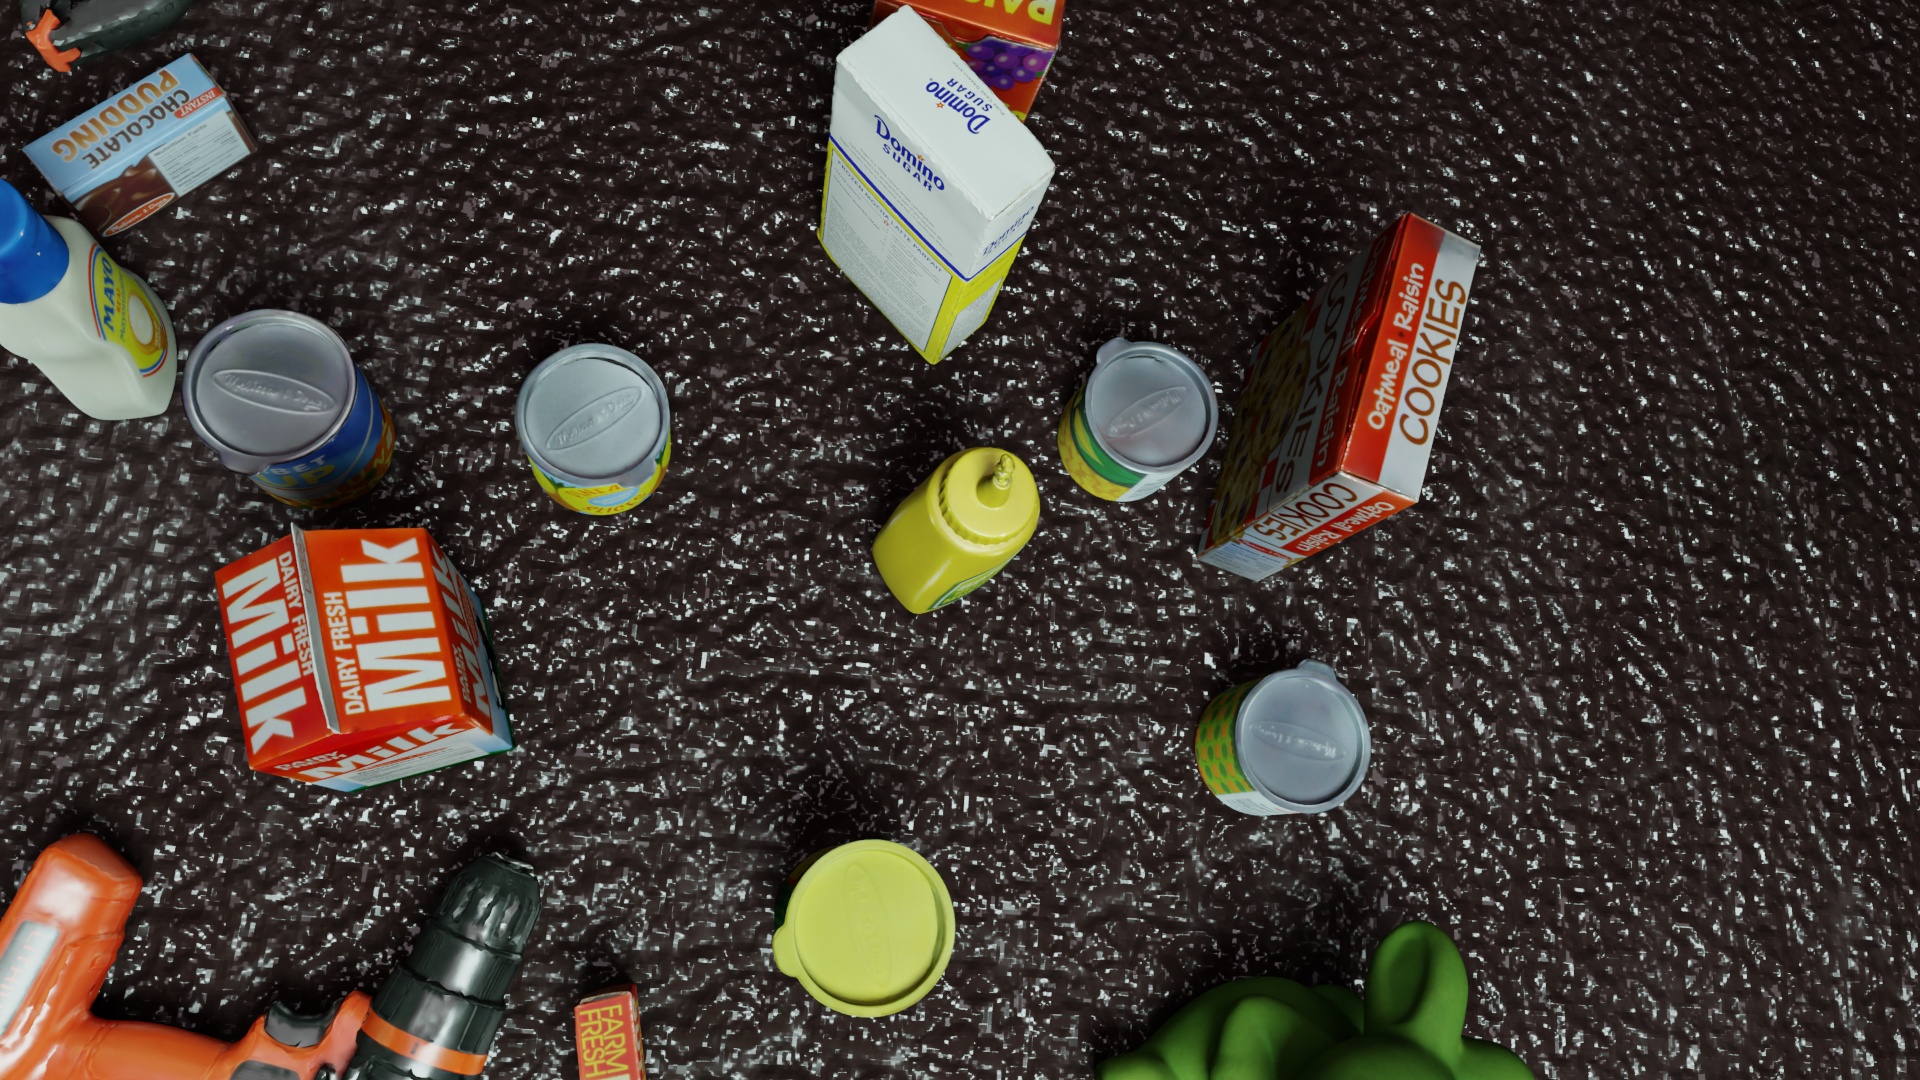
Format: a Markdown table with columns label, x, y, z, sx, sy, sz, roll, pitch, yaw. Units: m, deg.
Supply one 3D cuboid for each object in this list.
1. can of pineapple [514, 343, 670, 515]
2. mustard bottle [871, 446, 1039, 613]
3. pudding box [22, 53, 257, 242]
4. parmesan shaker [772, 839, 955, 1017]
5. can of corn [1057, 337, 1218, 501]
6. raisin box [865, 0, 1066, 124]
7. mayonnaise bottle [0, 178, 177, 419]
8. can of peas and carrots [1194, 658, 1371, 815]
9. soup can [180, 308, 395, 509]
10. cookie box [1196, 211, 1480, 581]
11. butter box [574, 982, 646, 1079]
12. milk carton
| label | x | y | z | sx | sy | sz | roll | pitch | yaw |
| --- | --- | --- | --- | --- | --- | --- | --- | --- | --- |
| can of pineapple | -0.166 | -0.048 | 0.635 | 0.071 | 0.057 | 0.071 | 3 | 76 | -10 |
| mustard bottle | 0.002 | -0.008 | 0.604 | 0.065 | 0.160 | 0.049 | -31 | 85 | -16 |
| pudding box | -0.370 | -0.177 | 0.630 | 0.084 | 0.049 | 0.030 | -41 | 87 | -17 |
| parmesan shaker | -0.046 | 0.161 | 0.584 | 0.071 | 0.103 | 0.071 | 3 | 77 | -10 |
| can of corn | 0.084 | -0.059 | 0.686 | 0.071 | 0.058 | 0.071 | 3 | 76 | -10 |
| raisin box | -0.005 | -0.232 | 0.676 | 0.086 | 0.123 | 0.040 | 14 | 75 | -8 |
| mayonnaise bottle | -0.363 | -0.098 | 0.561 | 0.041 | 0.147 | 0.065 | -6 | 79 | -12 |
| can of peas and carrots | 0.152 | 0.095 | 0.662 | 0.071 | 0.058 | 0.071 | 3 | 76 | -10 |
| soup can | -0.287 | -0.051 | 0.598 | 0.071 | 0.083 | 0.071 | 3 | 77 | -10 |
| cookie box | 0.169 | -0.059 | 0.646 | 0.040 | 0.167 | 0.123 | 20 | 74 | -6 |
| butter box | -0.141 | 0.238 | 0.573 | 0.024 | 0.053 | 0.103 | -7 | 78 | -12 |
| milk carton | -0.225 | 0.048 | 0.531 | 0.073 | 0.190 | 0.072 | -14 | 80 | -14 |
